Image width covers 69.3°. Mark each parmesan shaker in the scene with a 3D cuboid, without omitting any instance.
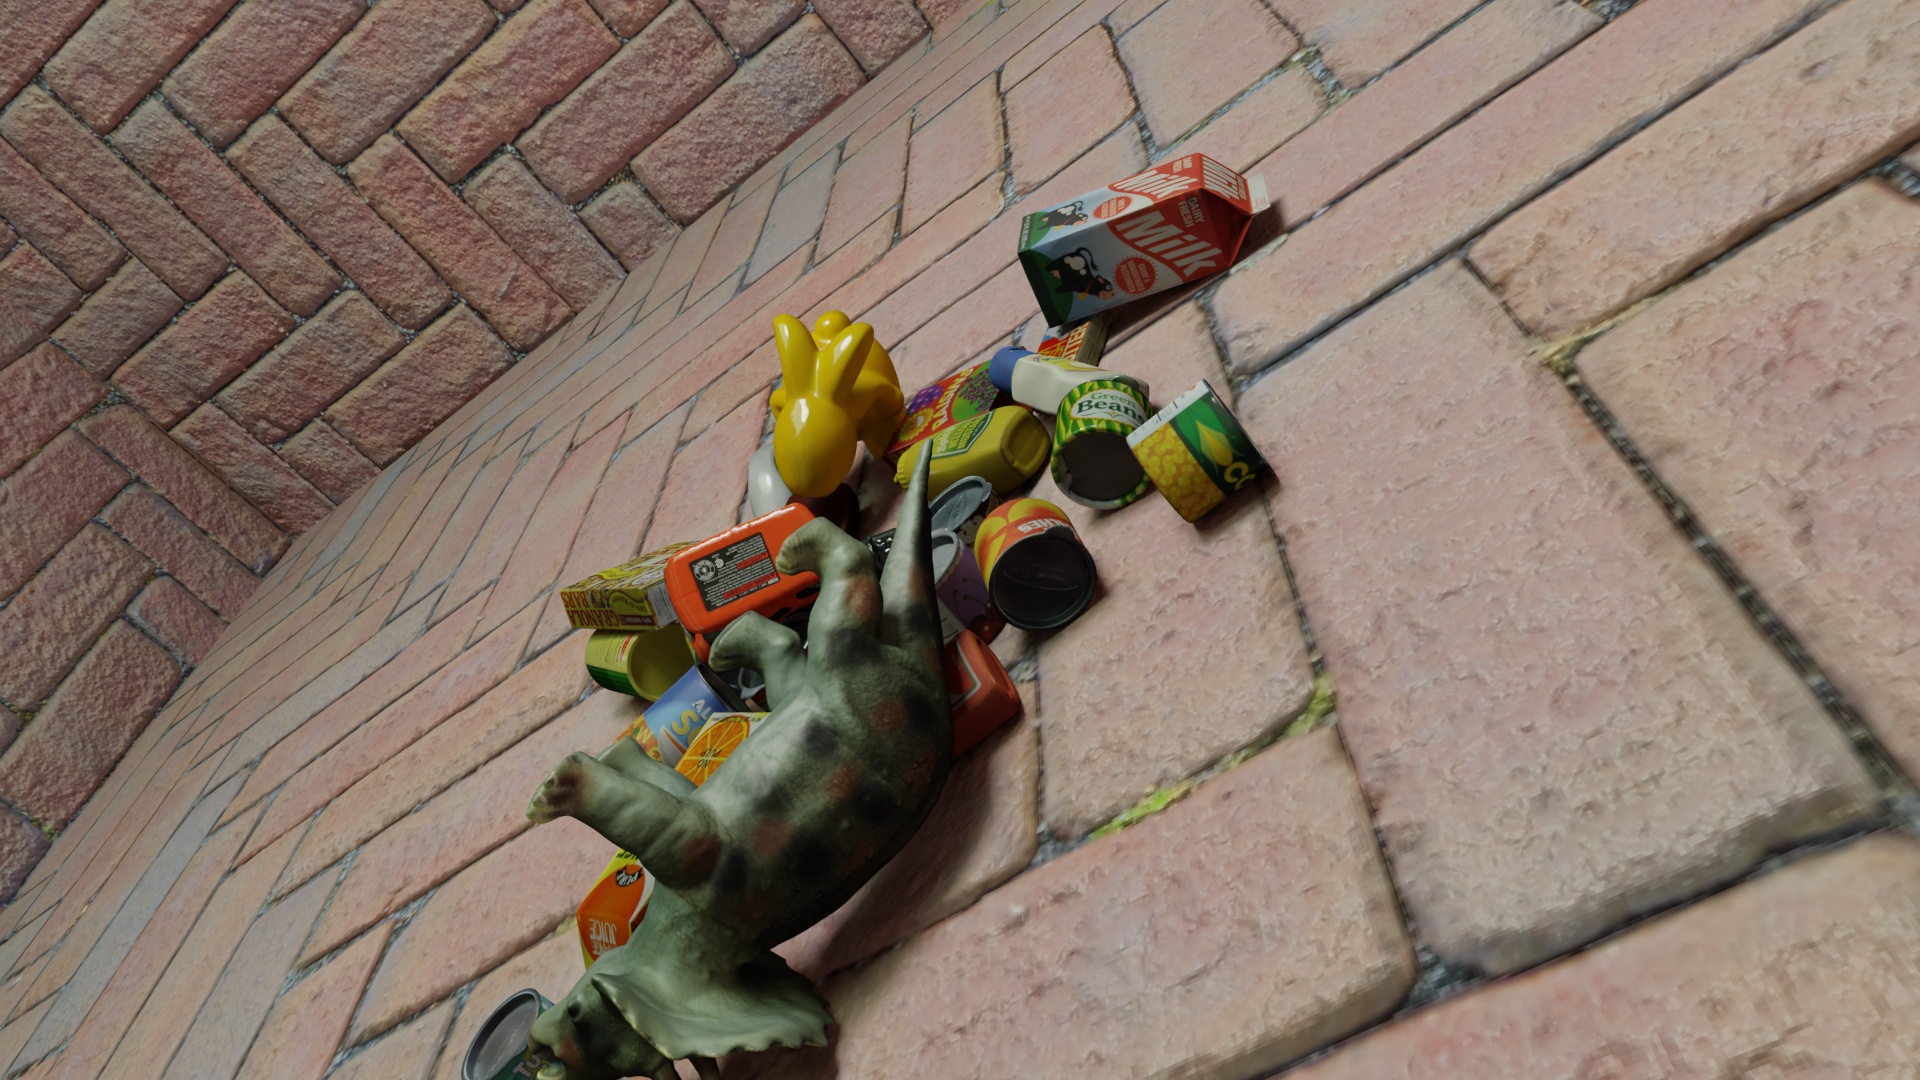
[{"bbox_3d":[-0.265,0.097,1.169,0.071,0.071,0.103,-53,26,-22],"label":"parmesan shaker"}]

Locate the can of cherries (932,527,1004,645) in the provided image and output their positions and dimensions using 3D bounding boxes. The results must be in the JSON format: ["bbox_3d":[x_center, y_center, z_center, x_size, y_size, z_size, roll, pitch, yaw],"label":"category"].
[{"bbox_3d":[-0.008,0.035,0.904,0.071,0.058,0.072,-34,25,19],"label":"can of cherries"}]

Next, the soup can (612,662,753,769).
[{"bbox_3d":[-0.196,0.141,0.999,0.084,0.071,0.071,-44,25,-2],"label":"soup can"}]

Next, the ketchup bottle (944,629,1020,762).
[{"bbox_3d":[-0.036,0.120,0.824,0.148,0.043,0.065,-39,36,8],"label":"ketchup bottle"}]

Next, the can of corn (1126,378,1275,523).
[{"bbox_3d":[0.142,-0.050,0.820,0.058,0.071,0.071,-37,25,13],"label":"can of corn"}]

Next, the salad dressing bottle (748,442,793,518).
[{"bbox_3d":[-0.163,-0.030,1.239,0.044,0.064,0.148,-25,36,11],"label":"salad dressing bottle"}]

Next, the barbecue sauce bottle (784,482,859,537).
[{"bbox_3d":[-0.121,0.011,1.124,0.065,0.043,0.149,-14,33,14],"label":"barbecue sauce bottle"}]

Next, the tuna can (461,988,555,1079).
[{"bbox_3d":[-0.273,0.317,0.864,0.071,0.032,0.071,-33,26,19],"label":"tuna can"}]

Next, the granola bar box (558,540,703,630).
[{"bbox_3d":[-0.247,0.035,1.173,0.125,0.039,0.165,-25,13,-37],"label":"granola bar box"}]

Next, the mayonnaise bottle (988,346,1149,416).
[{"bbox_3d":[0.071,-0.113,1.008,0.148,0.065,0.041,30,116,57],"label":"mayonnaise bottle"}]

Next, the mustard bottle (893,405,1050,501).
[{"bbox_3d":[-0.004,-0.059,1.062,0.160,0.048,0.065,-13,36,47],"label":"mustard bottle"}]

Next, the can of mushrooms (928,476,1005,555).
[{"bbox_3d":[0.004,-0.012,0.994,0.071,0.033,0.071,-33,25,18],"label":"can of mushrooms"}]

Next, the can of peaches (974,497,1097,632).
[{"bbox_3d":[0.046,0.012,0.851,0.071,0.071,0.058,-39,24,8],"label":"can of peaches"}]

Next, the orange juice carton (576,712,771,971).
[{"bbox_3d":[-0.160,0.200,0.840,0.071,0.073,0.193,-9,41,49],"label":"orange juice carton"}]

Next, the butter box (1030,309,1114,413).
[{"bbox_3d":[0.086,-0.148,1.105,0.053,0.024,0.104,-21,32,37],"label":"butter box"}]

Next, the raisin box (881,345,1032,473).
[{"bbox_3d":[0.003,-0.101,1.133,0.123,0.040,0.086,-19,34,42],"label":"raisin box"}]

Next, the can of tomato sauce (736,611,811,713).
[{"bbox_3d":[-0.092,0.099,0.894,0.071,0.083,0.071,-33,26,19],"label":"can of tomato sauce"}]

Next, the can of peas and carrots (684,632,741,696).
[{"bbox_3d":[-0.177,0.079,1.074,0.071,0.071,0.059,-44,24,-4],"label":"can of peas and carrots"}]

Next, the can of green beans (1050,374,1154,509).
[{"bbox_3d":[0.093,-0.063,0.905,0.071,0.071,0.058,-29,28,27],"label":"can of green beans"}]

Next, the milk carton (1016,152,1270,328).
[{"bbox_3d":[0.146,-0.240,1.084,0.190,0.073,0.073,-17,32,18],"label":"milk carton"}]
